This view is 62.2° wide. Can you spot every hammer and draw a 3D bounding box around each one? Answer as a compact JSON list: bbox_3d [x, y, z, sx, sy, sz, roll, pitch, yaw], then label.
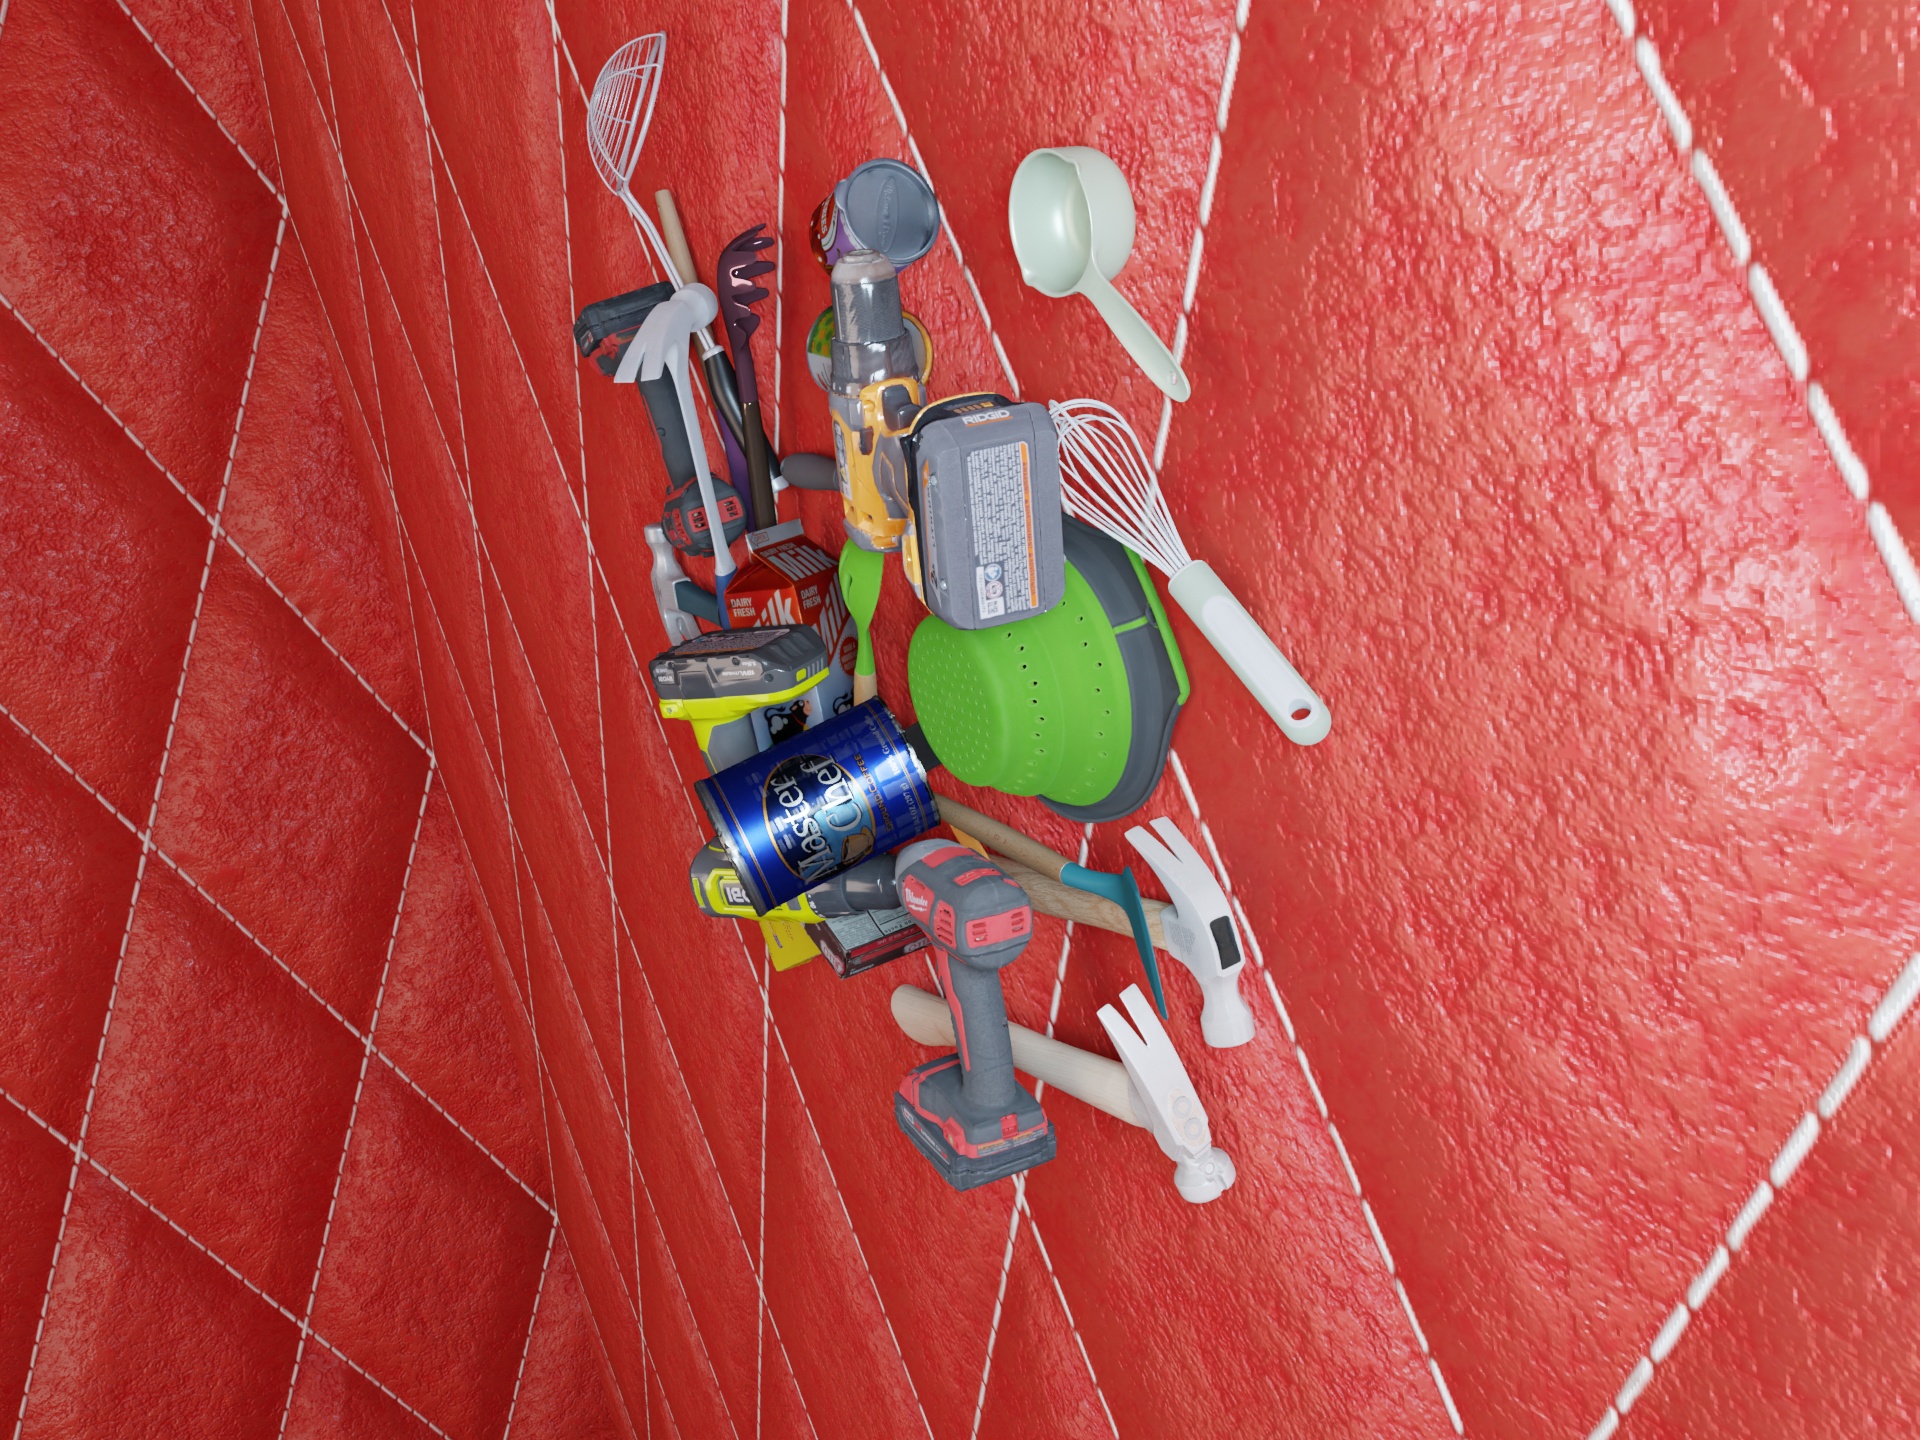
[{"bbox_3d":[-0.206,-0.094,1.440,0.331,0.033,0.128,25,126,54],"label":"hammer"},{"bbox_3d":[-0.192,-0.128,1.264,0.144,0.035,0.405,-69,-26,-57],"label":"hammer"},{"bbox_3d":[0.042,0.232,1.160,0.411,0.038,0.146,1,121,63],"label":"hammer"},{"bbox_3d":[0.073,0.117,1.064,0.331,0.031,0.130,8,114,60],"label":"hammer"}]

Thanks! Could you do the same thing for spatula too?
[{"bbox_3d":[-0.208,-0.289,1.344,0.060,0.018,0.316,1,108,64],"label":"spatula"},{"bbox_3d":[0.046,0.093,1.017,0.318,0.044,0.082,23,133,57],"label":"spatula"}]

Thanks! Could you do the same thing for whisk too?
[{"bbox_3d":[0.117,-0.084,0.853,0.246,0.058,0.059,54,-177,22],"label":"whisk"},{"bbox_3d":[-0.083,-0.180,1.158,0.239,0.055,0.055,22,125,61],"label":"whisk"}]

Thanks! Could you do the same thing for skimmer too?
[{"bbox_3d":[-0.200,-0.362,1.274,0.363,0.090,0.127,65,160,-9],"label":"skimmer"}]

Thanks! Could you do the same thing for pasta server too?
[{"bbox_3d":[-0.154,-0.224,1.241,0.060,0.040,0.316,-75,-17,-60],"label":"pasta server"}]

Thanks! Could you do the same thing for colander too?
[{"bbox_3d":[-0.002,-0.003,1.059,0.397,0.094,0.204,-31,79,62],"label":"colander"}]

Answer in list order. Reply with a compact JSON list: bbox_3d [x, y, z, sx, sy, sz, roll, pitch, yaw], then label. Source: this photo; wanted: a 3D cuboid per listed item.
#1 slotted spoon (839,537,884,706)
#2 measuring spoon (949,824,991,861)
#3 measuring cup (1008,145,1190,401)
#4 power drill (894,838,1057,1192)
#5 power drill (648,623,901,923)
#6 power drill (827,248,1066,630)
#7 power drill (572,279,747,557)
[{"bbox_3d":[-0.071,-0.017,1.190,0.070,0.031,0.313,-105,12,-45],"label":"slotted spoon"},{"bbox_3d":[0.014,0.105,1.117,0.117,0.011,0.021,57,148,33],"label":"measuring spoon"},{"bbox_3d":[0.084,-0.232,0.832,0.168,0.038,0.083,58,149,21],"label":"measuring cup"},{"bbox_3d":[0.000,0.189,1.074,0.143,0.078,0.219,28,127,60],"label":"power drill"},{"bbox_3d":[-0.136,0.048,1.206,0.190,0.080,0.228,-2,109,31],"label":"power drill"},{"bbox_3d":[-0.021,-0.167,0.925,0.226,0.084,0.185,-134,34,-57],"label":"power drill"},{"bbox_3d":[-0.257,-0.250,1.383,0.226,0.080,0.188,70,164,-10],"label":"power drill"}]
